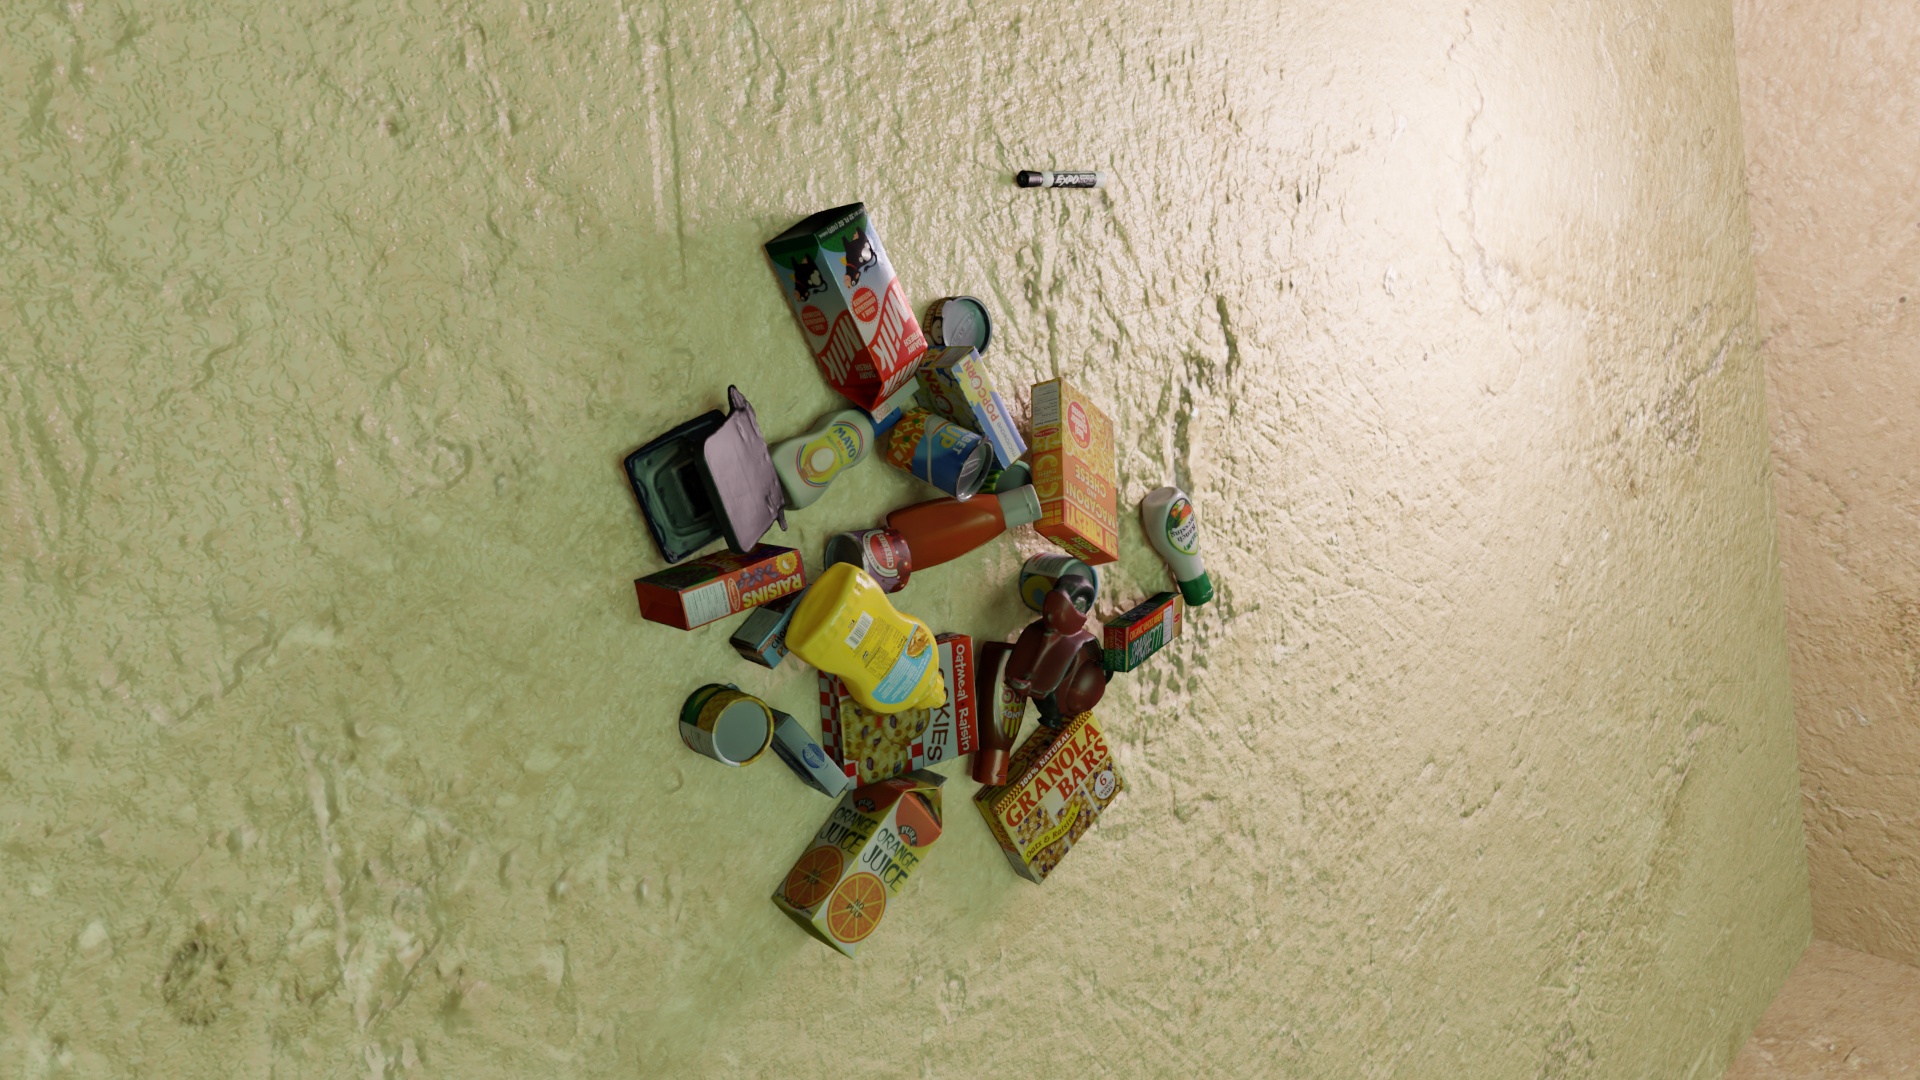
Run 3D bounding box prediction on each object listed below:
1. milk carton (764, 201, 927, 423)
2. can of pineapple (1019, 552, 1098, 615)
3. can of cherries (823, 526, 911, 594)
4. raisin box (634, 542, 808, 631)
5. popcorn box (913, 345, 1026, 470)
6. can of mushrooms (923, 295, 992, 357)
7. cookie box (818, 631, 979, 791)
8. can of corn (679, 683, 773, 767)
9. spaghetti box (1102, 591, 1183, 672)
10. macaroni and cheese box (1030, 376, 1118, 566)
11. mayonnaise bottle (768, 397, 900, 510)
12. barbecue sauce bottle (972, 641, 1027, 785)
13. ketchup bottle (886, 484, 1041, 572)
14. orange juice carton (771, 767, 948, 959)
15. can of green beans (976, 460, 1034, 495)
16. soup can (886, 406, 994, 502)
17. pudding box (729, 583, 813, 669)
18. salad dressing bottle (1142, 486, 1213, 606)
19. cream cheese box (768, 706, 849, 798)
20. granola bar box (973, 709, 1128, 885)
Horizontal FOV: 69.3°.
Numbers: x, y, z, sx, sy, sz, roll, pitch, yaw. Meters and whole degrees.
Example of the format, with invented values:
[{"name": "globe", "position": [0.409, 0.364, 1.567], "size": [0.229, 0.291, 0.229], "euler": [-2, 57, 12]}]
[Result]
[{"name": "milk carton", "position": [-0.096, -0.207, 1.287], "size": [0.073, 0.073, 0.190], "euler": [-44, 120, -37]}, {"name": "can of pineapple", "position": [0.108, 0.049, 1.504], "size": [0.071, 0.058, 0.071], "euler": [-6, 99, -40]}, {"name": "can of cherries", "position": [-0.087, 0.021, 1.330], "size": [0.058, 0.071, 0.071], "euler": [-8, 101, -39]}, {"name": "raisin box", "position": [-0.210, 0.039, 1.220], "size": [0.124, 0.086, 0.040], "euler": [-21, 107, -36]}, {"name": "popcorn box", "position": [0.003, -0.131, 1.378], "size": [0.038, 0.085, 0.126], "euler": [-43, 121, -26]}, {"name": "can of mushrooms", "position": [-0.004, -0.214, 1.397], "size": [0.071, 0.033, 0.071], "euler": [-6, 100, -39]}, {"name": "cookie box", "position": [-0.060, 0.168, 1.390], "size": [0.168, 0.040, 0.122], "euler": [-11, 101, -38]}, {"name": "can of corn", "position": [-0.209, 0.165, 1.253], "size": [0.071, 0.058, 0.071], "euler": [-6, 100, -39]}, {"name": "spaghetti box", "position": [0.205, 0.098, 1.537], "size": [0.251, 0.028, 0.050], "euler": [-16, 107, -67]}, {"name": "macaroni and cheese box", "position": [0.120, -0.070, 1.460], "size": [0.123, 0.040, 0.167], "euler": [31, 53, -51]}, {"name": "mayonnaise bottle", "position": [-0.119, -0.090, 1.309], "size": [0.149, 0.041, 0.064], "euler": [-39, 110, -30]}, {"name": "barbecue sauce bottle", "position": [0.041, 0.183, 1.473], "size": [0.065, 0.043, 0.148], "euler": [10, 89, -48]}, {"name": "ketchup bottle", "position": [0.005, -0.017, 1.373], "size": [0.149, 0.043, 0.064], "euler": [-17, 107, -2]}, {"name": "orange juice carton", "position": [-0.089, 0.301, 1.360], "size": [0.193, 0.072, 0.073], "euler": [-53, 125, -22]}, {"name": "can of green beans", "position": [0.038, -0.052, 1.434], "size": [0.071, 0.058, 0.071], "euler": [-6, 99, -39]}, {"name": "soup can", "position": [-0.019, -0.087, 1.347], "size": [0.072, 0.084, 0.071], "euler": [-49, 156, -31]}, {"name": "pudding box", "position": [-0.167, 0.076, 1.283], "size": [0.084, 0.049, 0.030], "euler": [-51, 125, -24]}, {"name": "salad dressing bottle", "position": [0.259, 0.008, 1.635], "size": [0.064, 0.044, 0.147], "euler": [-41, 119, -31]}, {"name": "cream cheese box", "position": [-0.153, 0.198, 1.307], "size": [0.024, 0.053, 0.103], "euler": [-50, 123, -22]}, {"name": "granola bar box", "position": [0.102, 0.277, 1.538], "size": [0.166, 0.039, 0.123], "euler": [-43, 121, -28]}]
